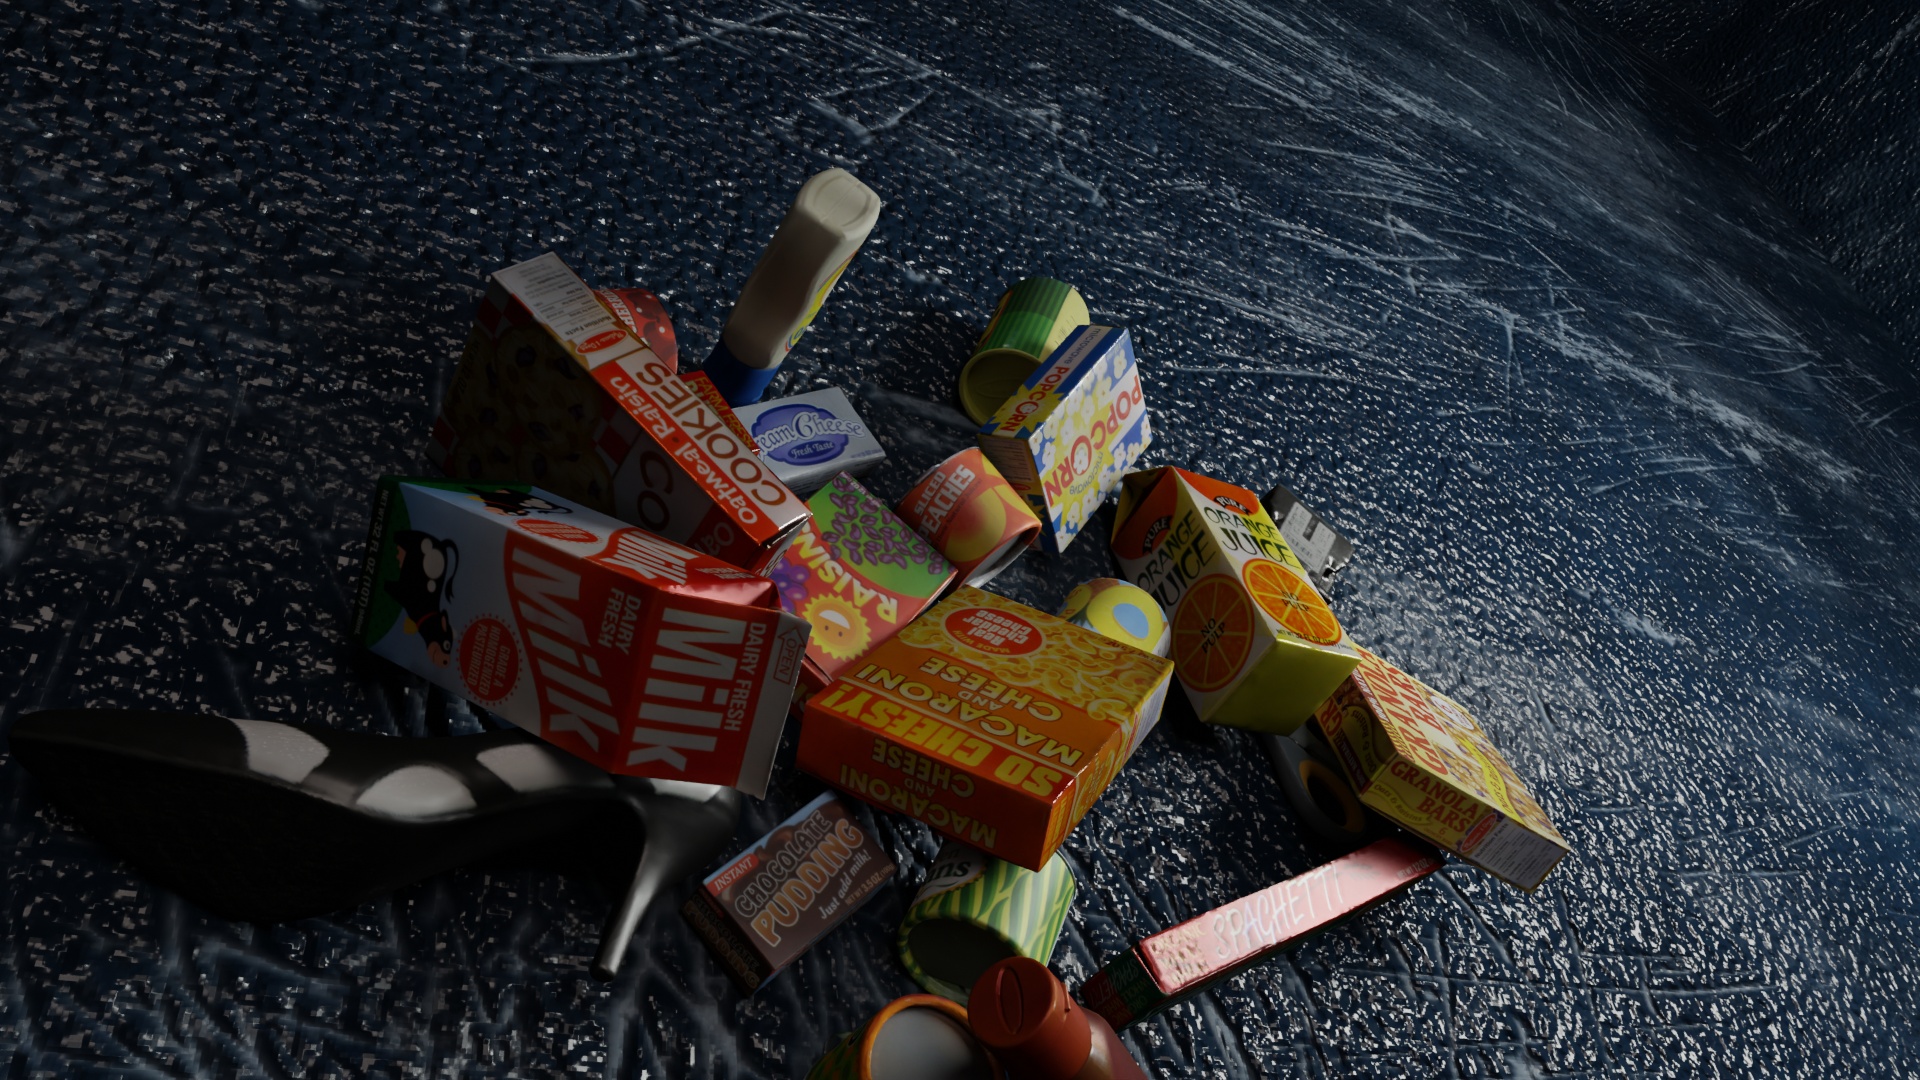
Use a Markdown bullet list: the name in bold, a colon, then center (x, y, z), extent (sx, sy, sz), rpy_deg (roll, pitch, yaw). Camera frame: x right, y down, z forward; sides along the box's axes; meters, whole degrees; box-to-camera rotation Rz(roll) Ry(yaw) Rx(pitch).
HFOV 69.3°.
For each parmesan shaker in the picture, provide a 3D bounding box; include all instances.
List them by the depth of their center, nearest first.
- **parmesan shaker**: center (0.044, -0.120, 0.918), extent (0.071, 0.071, 0.103), rpy_deg (33, 39, -8)

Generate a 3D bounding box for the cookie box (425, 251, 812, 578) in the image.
- **cookie box**: center (-0.159, -0.026, 0.625), extent (0.167, 0.122, 0.040), rpy_deg (45, 41, 6)

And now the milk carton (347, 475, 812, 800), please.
- **milk carton**: center (-0.142, 0.034, 0.542), extent (0.191, 0.072, 0.073), rpy_deg (20, 10, 27)

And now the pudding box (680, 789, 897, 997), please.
- **pudding box**: center (-0.073, 0.150, 0.600), extent (0.050, 0.030, 0.084), rpy_deg (48, 40, 11)

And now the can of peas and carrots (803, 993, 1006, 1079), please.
- **can of peas and carrots**: center (-0.024, 0.220, 0.551), extent (0.071, 0.058, 0.071), rpy_deg (22, 43, -21)

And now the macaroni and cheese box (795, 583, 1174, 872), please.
- **macaroni and cheese box**: center (0.017, 0.083, 0.666), extent (0.124, 0.040, 0.167), rpy_deg (20, 25, 20)

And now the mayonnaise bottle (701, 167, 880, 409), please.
- **mayonnaise bottle**: center (-0.097, -0.130, 0.751), extent (0.041, 0.147, 0.065), rpy_deg (35, 40, -6)

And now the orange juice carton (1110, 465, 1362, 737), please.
- **orange juice carton**: center (0.156, 0.022, 0.847), extent (0.072, 0.072, 0.193), rpy_deg (14, 36, -31)

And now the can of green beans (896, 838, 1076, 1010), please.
- **can of green beans**: center (0.012, 0.168, 0.621), extent (0.071, 0.071, 0.058), rpy_deg (37, 40, -3)

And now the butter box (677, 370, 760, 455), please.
- **butter box**: center (-0.136, -0.028, 0.660), extent (0.024, 0.103, 0.053), rpy_deg (-20, 68, -46)

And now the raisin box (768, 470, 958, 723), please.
- **raisin box**: center (-0.067, 0.028, 0.712), extent (0.086, 0.040, 0.124), rpy_deg (42, 40, 2)

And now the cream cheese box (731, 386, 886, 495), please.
- **cream cheese box**: center (-0.095, -0.053, 0.777), extent (0.104, 0.024, 0.053), rpy_deg (-19, 66, -46)

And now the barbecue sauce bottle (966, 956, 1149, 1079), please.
- **barbecue sauce bottle**: center (0.048, 0.219, 0.558), extent (0.065, 0.043, 0.148), rpy_deg (-98, 162, -50)

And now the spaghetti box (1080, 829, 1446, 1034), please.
- **spaghetti box**: center (0.165, 0.198, 0.724), extent (0.251, 0.050, 0.029), rpy_deg (-7, 57, -41)

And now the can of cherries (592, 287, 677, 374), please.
- **can of cherries**: center (-0.186, -0.098, 0.712), extent (0.058, 0.071, 0.071), rpy_deg (-13, 62, -44)

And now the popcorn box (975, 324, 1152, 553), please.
- **popcorn box**: center (0.066, -0.063, 0.844), extent (0.038, 0.084, 0.127), rpy_deg (11, 43, 34)

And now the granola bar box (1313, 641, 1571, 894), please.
- **granola bar box**: center (0.275, 0.127, 0.838), extent (0.124, 0.039, 0.166), rpy_deg (29, 18, -12)

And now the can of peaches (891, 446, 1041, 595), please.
- **can of peaches**: center (0.003, -0.010, 0.777), extent (0.058, 0.071, 0.071), rpy_deg (51, 41, 12)

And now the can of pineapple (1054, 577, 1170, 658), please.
- **can of pineapple**: center (0.076, 0.061, 0.770), extent (0.071, 0.070, 0.058), rpy_deg (40, 39, 0)
